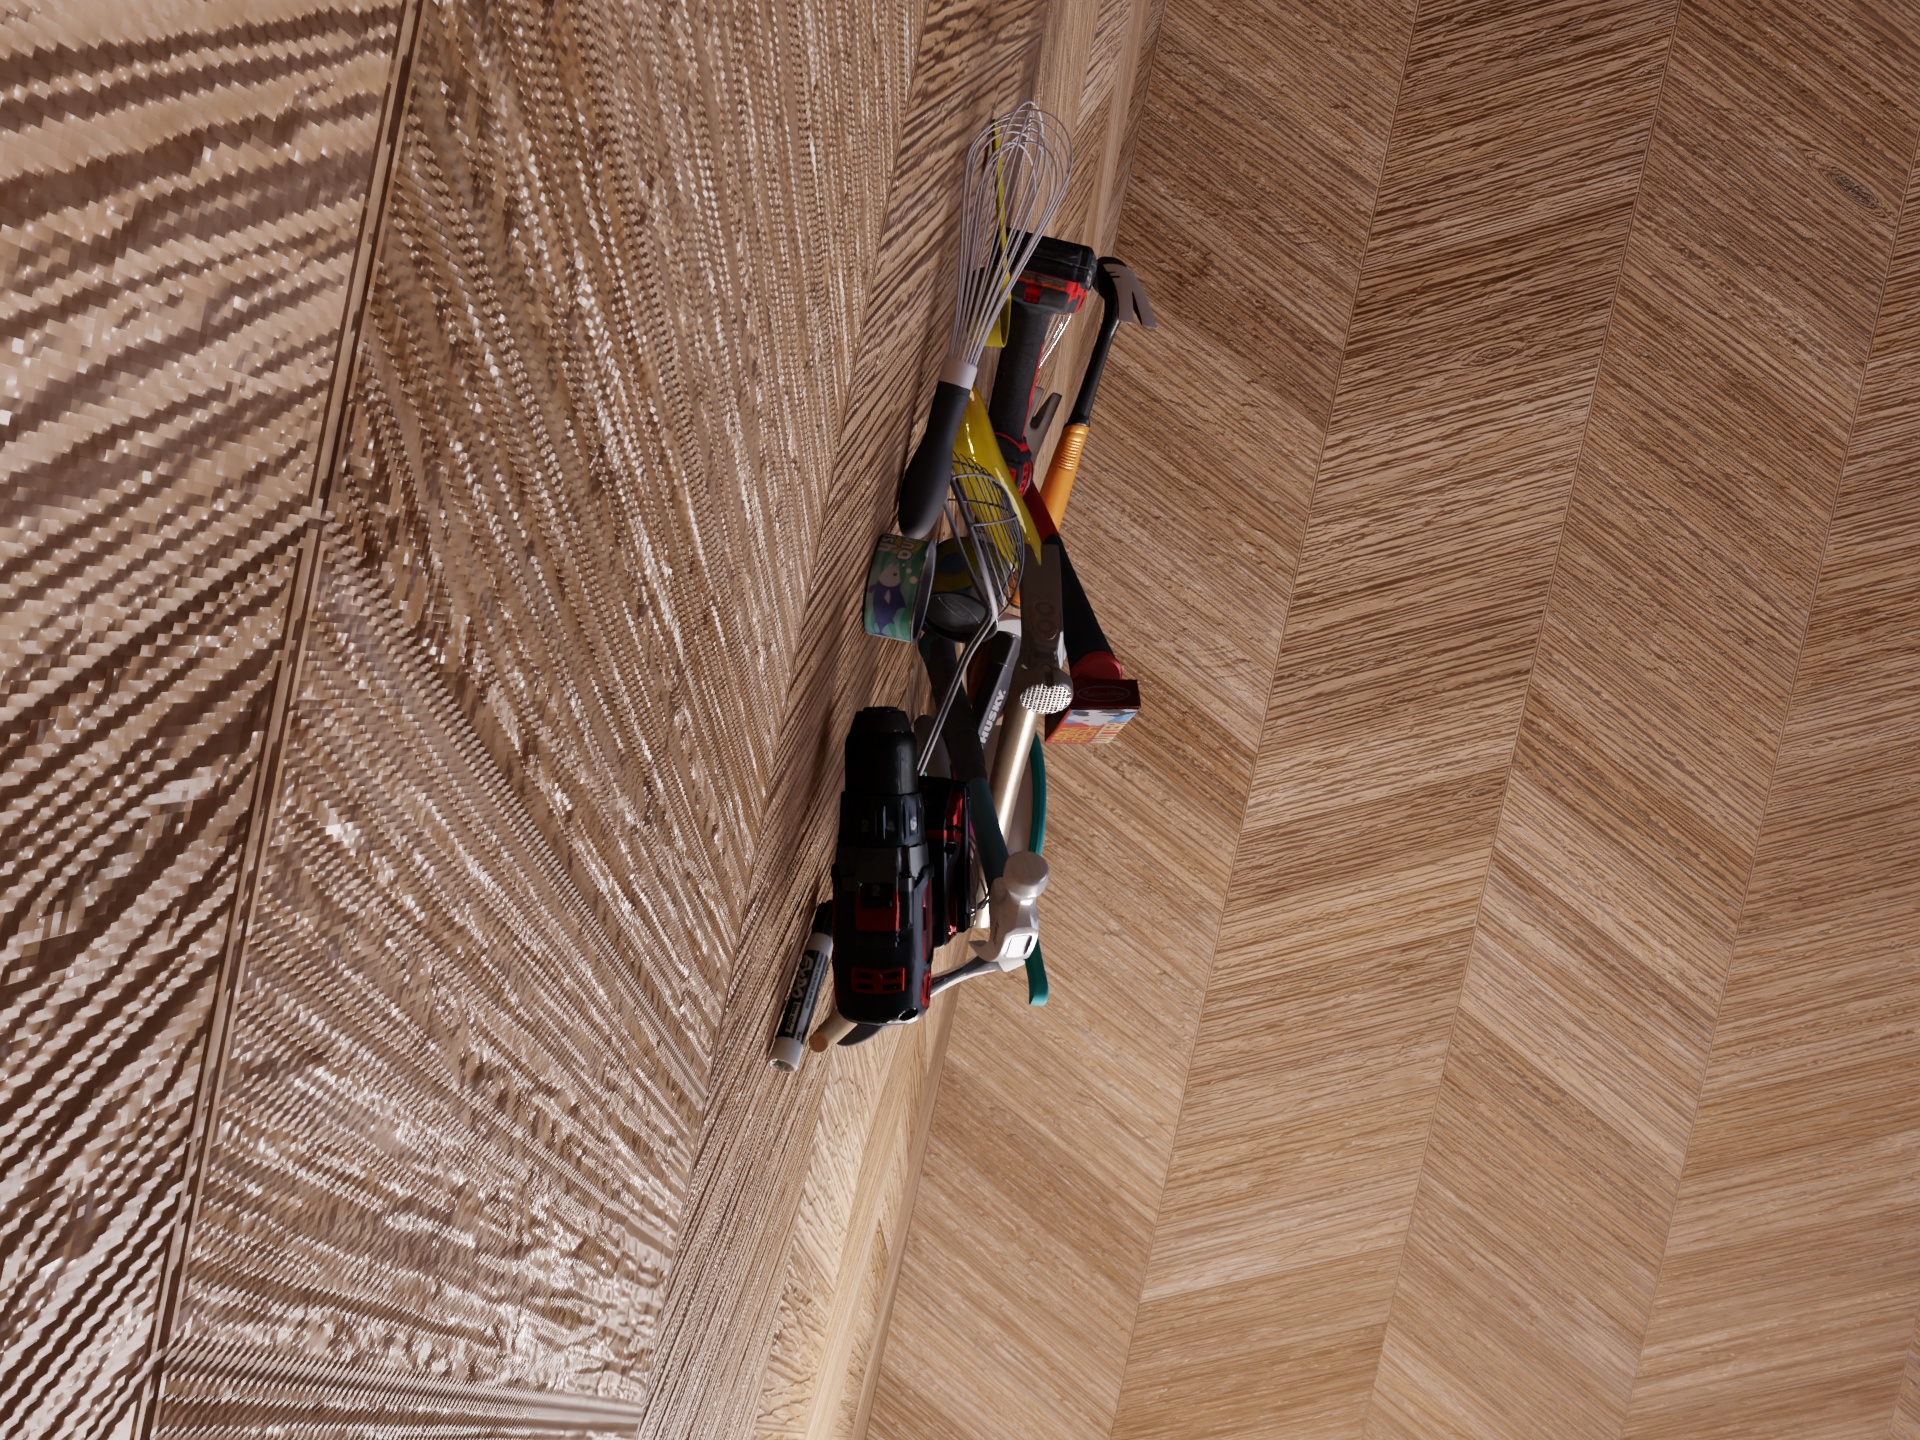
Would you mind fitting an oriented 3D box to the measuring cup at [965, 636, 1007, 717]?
[{"bbox_3d":[0.012,-0.084,1.478,0.095,0.052,0.173,-33,128,-39],"label":"measuring cup"}]

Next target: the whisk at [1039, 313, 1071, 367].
[{"bbox_3d":[0.061,-0.326,1.528,0.246,0.059,0.058,104,14,-47],"label":"whisk"}]

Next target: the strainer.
[{"bbox_3d":[0.017,0.137,1.524,0.341,0.095,0.210,-100,-158,-51],"label":"strainer"}]

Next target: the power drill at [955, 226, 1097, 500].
[{"bbox_3d":[0.049,-0.286,1.319,0.143,0.078,0.219,-57,161,-77],"label":"power drill"}]

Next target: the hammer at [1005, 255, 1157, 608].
[{"bbox_3d":[0.101,-0.243,1.453,0.127,0.034,0.336,-102,-156,-53],"label":"hammer"}]

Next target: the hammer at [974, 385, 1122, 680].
[{"bbox_3d":[0.080,-0.148,1.319,0.387,0.038,0.143,-106,-146,-57],"label":"hammer"}]

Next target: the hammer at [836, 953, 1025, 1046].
[{"bbox_3d":[-0.046,0.250,1.441,0.036,0.149,0.409,66,10,8],"label":"hammer"}]

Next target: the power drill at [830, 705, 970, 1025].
[{"bbox_3d":[-0.041,0.081,1.024,0.227,0.080,0.188,-38,128,-84],"label":"power drill"}]

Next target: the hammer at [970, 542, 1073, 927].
[{"bbox_3d":[0.037,0.039,1.288,0.410,0.038,0.146,101,-9,-53],"label":"hammer"}]

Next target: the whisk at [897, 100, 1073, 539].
[{"bbox_3d":[0.007,-0.253,1.017,0.070,0.070,0.284,-37,144,-83],"label":"whisk"}]

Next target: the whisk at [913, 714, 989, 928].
[{"bbox_3d":[-0.013,0.077,1.318,0.239,0.055,0.055,-104,-163,-48],"label":"whisk"}]

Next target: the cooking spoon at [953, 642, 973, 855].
[{"bbox_3d":[-0.002,-0.004,1.370,0.069,0.017,0.318,-66,157,-60],"label":"cooking spoon"}]

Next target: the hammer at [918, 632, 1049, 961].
[{"bbox_3d":[0.010,0.042,1.193,0.331,0.033,0.128,-105,-162,-47],"label":"hammer"}]

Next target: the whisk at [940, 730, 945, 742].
[{"bbox_3d":[-0.001,0.069,1.751,0.295,0.073,0.073,74,28,-67],"label":"whisk"}]

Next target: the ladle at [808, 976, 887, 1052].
[{"bbox_3d":[-0.073,0.188,1.142,0.078,0.062,0.320,-44,175,7],"label":"ladle"}]

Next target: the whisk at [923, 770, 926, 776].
[{"bbox_3d":[-0.058,0.125,1.295,0.051,0.047,0.244,-70,175,-45],"label":"whisk"}]

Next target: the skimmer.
[{"bbox_3d":[-0.042,-0.015,1.160,0.127,0.090,0.363,-119,-131,-71],"label":"skimmer"}]

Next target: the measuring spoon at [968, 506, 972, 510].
[{"bbox_3d":[0.024,-0.243,1.496,0.021,0.011,0.117,94,9,-59],"label":"measuring spoon"}]

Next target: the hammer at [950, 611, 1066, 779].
[{"bbox_3d":[-0.007,0.058,1.447,0.146,0.035,0.335,24,87,-54],"label":"hammer"}]

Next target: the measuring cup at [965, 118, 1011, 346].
[{"bbox_3d":[0.017,-0.344,1.130,0.062,0.029,0.156,-69,158,-63],"label":"measuring cup"}]
